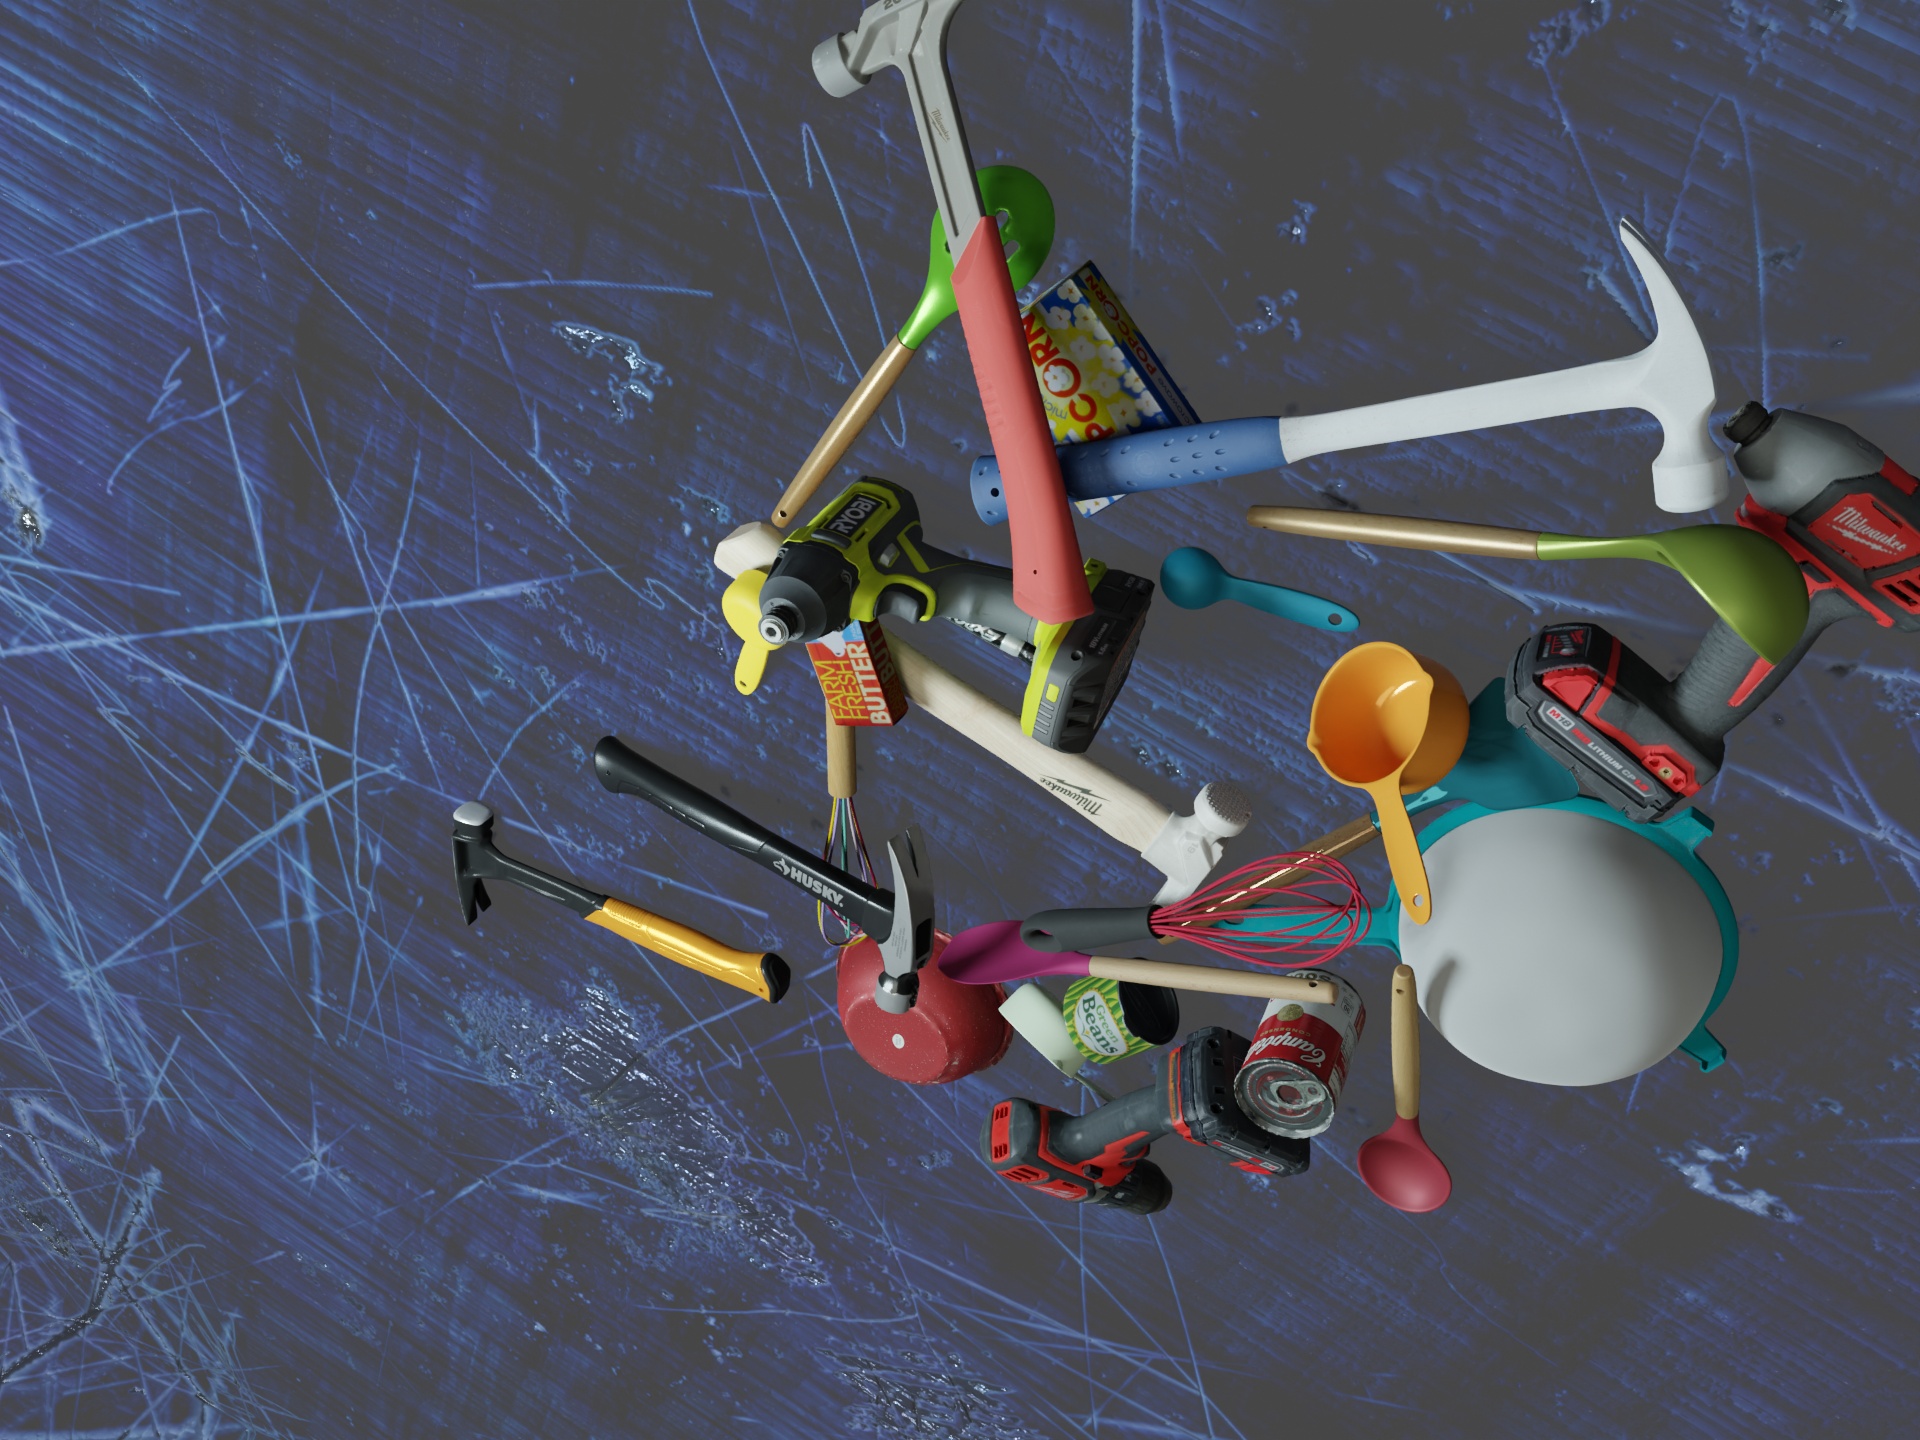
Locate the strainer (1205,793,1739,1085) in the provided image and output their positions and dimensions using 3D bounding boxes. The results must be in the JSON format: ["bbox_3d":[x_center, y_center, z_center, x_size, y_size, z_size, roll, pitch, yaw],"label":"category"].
[{"bbox_3d":[0.308,0.156,1.016,0.340,0.095,0.210,-1,119,28],"label":"strainer"}]

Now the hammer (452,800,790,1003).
[{"bbox_3d":[-0.302,0.179,1.403,0.337,0.034,0.127,19,126,16],"label":"hammer"}]

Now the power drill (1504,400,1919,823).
[{"bbox_3d":[0.401,-0.059,0.842,0.143,0.078,0.219,40,128,0],"label":"power drill"}]

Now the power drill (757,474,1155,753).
[{"bbox_3d":[-0.006,-0.067,0.996,0.223,0.171,0.080,21,128,11],"label":"power drill"}]

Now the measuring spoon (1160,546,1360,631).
[{"bbox_3d":[0.182,-0.073,0.982,0.129,0.021,0.042,18,127,19],"label":"measuring spoon"}]

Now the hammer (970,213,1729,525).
[{"bbox_3d":[0.186,-0.160,0.862,0.405,0.035,0.144,-5,111,31],"label":"hammer"}]

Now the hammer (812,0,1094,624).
[{"bbox_3d":[0.024,-0.232,0.893,0.149,0.036,0.359,-11,97,34],"label":"hammer"}]

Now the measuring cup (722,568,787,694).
[{"bbox_3d":[-0.153,-0.052,1.147,0.062,0.029,0.156,38,148,6],"label":"measuring cup"}]

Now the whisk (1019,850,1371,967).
[{"bbox_3d":[0.147,0.133,1.065,0.296,0.073,0.073,-14,113,46],"label":"whisk"}]

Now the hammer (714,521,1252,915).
[{"bbox_3d":[-0.002,-0.004,1.120,0.410,0.038,0.146,34,131,5],"label":"hammer"}]

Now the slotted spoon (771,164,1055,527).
[{"bbox_3d":[-0.044,-0.221,1.008,0.070,0.031,0.313,41,132,-4],"label":"slotted spoon"}]

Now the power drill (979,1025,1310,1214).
[{"bbox_3d":[0.151,0.315,1.191,0.187,0.080,0.226,31,137,-34],"label":"power drill"}]

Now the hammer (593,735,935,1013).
[{"bbox_3d":[-0.158,0.089,1.223,0.335,0.035,0.146,26,123,27],"label":"hammer"}]

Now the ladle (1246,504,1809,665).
[{"bbox_3d":[0.282,-0.084,0.846,0.320,0.078,0.062,15,87,45],"label":"ladle"}]

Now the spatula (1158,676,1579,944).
[{"bbox_3d":[0.243,0.078,1.023,0.317,0.044,0.082,-35,83,34],"label":"spatula"}]

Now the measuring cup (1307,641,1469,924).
[{"bbox_3d":[0.264,0.039,0.931,0.052,0.174,0.095,12,149,-36],"label":"measuring cup"}]

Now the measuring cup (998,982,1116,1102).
[{"bbox_3d":[0.099,0.260,1.233,0.167,0.038,0.083,42,177,-26],"label":"measuring cup"}]

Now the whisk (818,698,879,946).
[{"bbox_3d":[-0.086,0.071,1.217,0.047,0.051,0.244,2,119,3],"label":"whisk"}]

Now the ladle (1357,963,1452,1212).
[{"bbox_3d":[0.299,0.251,1.071,0.069,0.031,0.315,14,145,26],"label":"ladle"}]

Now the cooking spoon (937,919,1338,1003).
[{"bbox_3d":[0.117,0.178,1.134,0.319,0.069,0.017,0,127,36],"label":"cooking spoon"}]
